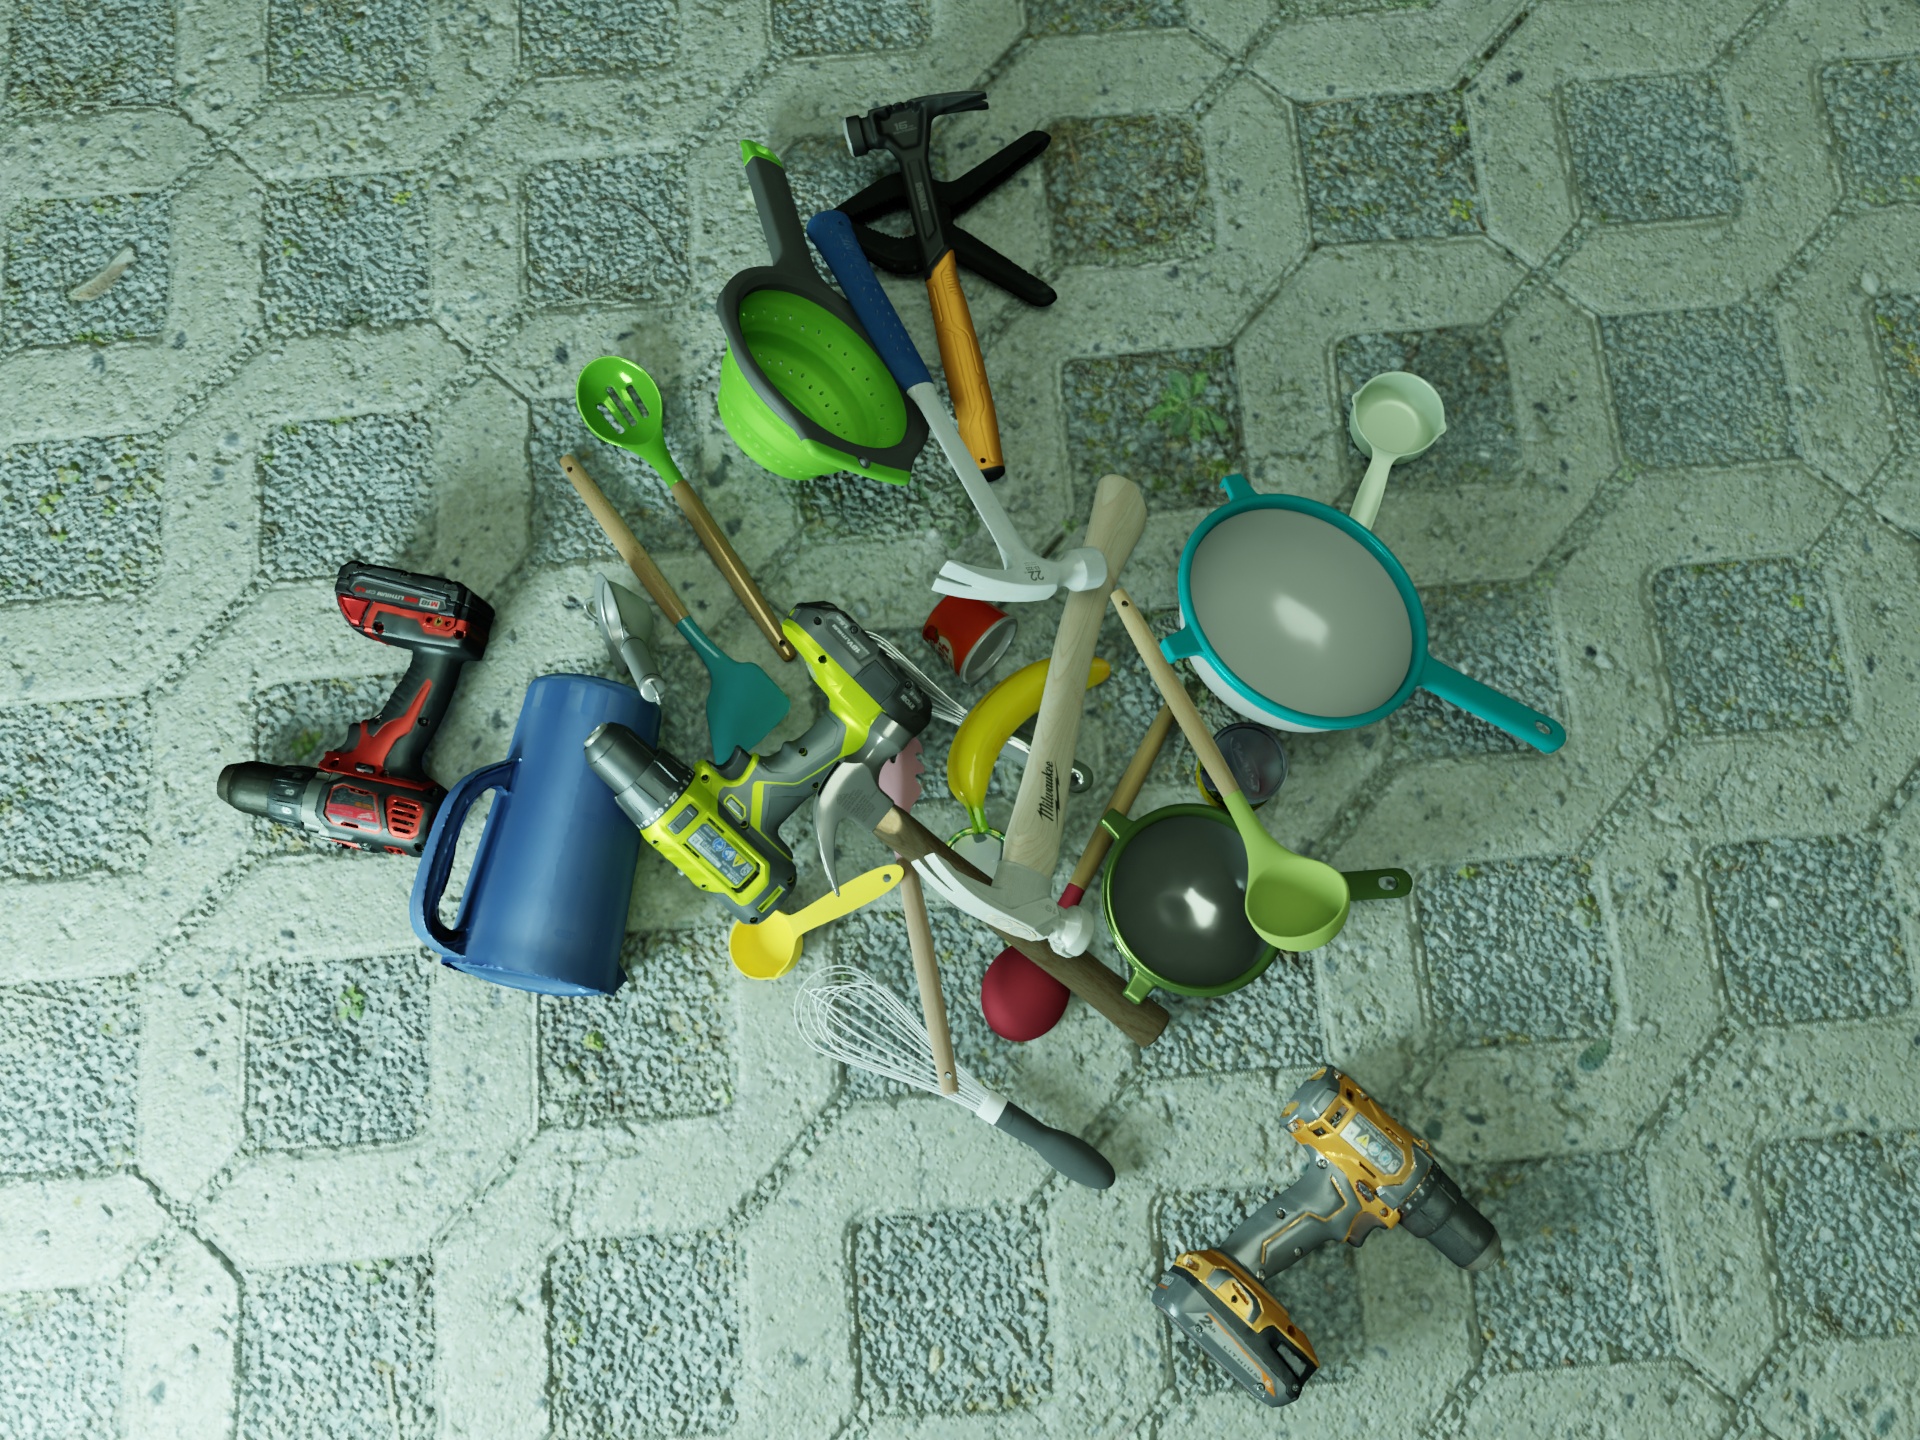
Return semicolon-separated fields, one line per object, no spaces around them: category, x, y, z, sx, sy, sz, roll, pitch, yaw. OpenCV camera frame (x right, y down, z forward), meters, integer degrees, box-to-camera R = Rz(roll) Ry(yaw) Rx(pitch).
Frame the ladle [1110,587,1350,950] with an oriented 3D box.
ladle;0.197;0.031;1.223;0.078;0.062;0.320;-27;76;-4

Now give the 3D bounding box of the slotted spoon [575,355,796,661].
slotted spoon;-0.229;-0.179;1.354;0.070;0.031;0.314;-33;80;-6

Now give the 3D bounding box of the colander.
colander;-0.154;-0.336;1.356;0.094;0.204;0.398;-41;53;35

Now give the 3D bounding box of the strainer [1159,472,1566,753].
strainer;0.316;-0.042;1.281;0.340;0.095;0.211;26;59;-4

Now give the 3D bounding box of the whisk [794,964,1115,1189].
whisk;-0.004;0.283;1.231;0.284;0.070;0.070;32;79;3

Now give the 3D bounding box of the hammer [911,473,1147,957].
hammer;0.076;-0.030;1.243;0.146;0.038;0.411;29;59;-23

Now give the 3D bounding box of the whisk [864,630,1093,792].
whisk;-0.002;-0.004;1.300;0.246;0.059;0.057;28;117;3

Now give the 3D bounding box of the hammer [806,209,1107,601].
hammer;-0.032;-0.260;1.286;0.144;0.035;0.406;-12;63;-33

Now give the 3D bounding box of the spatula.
spatula;-0.250;-0.104;1.328;0.082;0.044;0.318;-41;77;14

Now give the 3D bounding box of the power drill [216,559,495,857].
power drill;-0.489;-0.010;1.296;0.188;0.080;0.227;11;80;4

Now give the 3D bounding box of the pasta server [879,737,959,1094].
pasta server;-0.037;0.136;1.250;0.060;0.040;0.316;-11;70;-2

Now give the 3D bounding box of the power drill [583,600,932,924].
power drill;-0.153;0.017;1.216;0.228;0.080;0.190;-46;105;-5

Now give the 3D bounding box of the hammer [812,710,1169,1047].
hammer;0.026;0.144;1.212;0.331;0.031;0.130;39;88;-12

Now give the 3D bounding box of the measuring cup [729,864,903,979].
measuring cup;-0.110;0.154;1.256;0.156;0.029;0.062;-28;72;8

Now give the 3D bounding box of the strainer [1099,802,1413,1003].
strainer;0.228;0.142;1.258;0.256;0.069;0.152;-3;73;-13

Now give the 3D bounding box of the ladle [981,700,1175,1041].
ladle;0.107;0.113;1.282;0.069;0.031;0.315;27;77;6

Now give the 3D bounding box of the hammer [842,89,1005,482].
hammer;-0.005;-0.370;1.363;0.127;0.034;0.337;-13;86;4

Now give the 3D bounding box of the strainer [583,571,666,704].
strainer;-0.254;-0.058;1.239;0.050;0.259;0.086;-13;114;-15

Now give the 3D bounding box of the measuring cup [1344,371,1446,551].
measuring cup;0.353;-0.214;1.348;0.083;0.038;0.168;21;80;6

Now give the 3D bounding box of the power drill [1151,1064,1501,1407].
power drill;0.276;0.400;1.187;0.185;0.084;0.226;41;76;8
